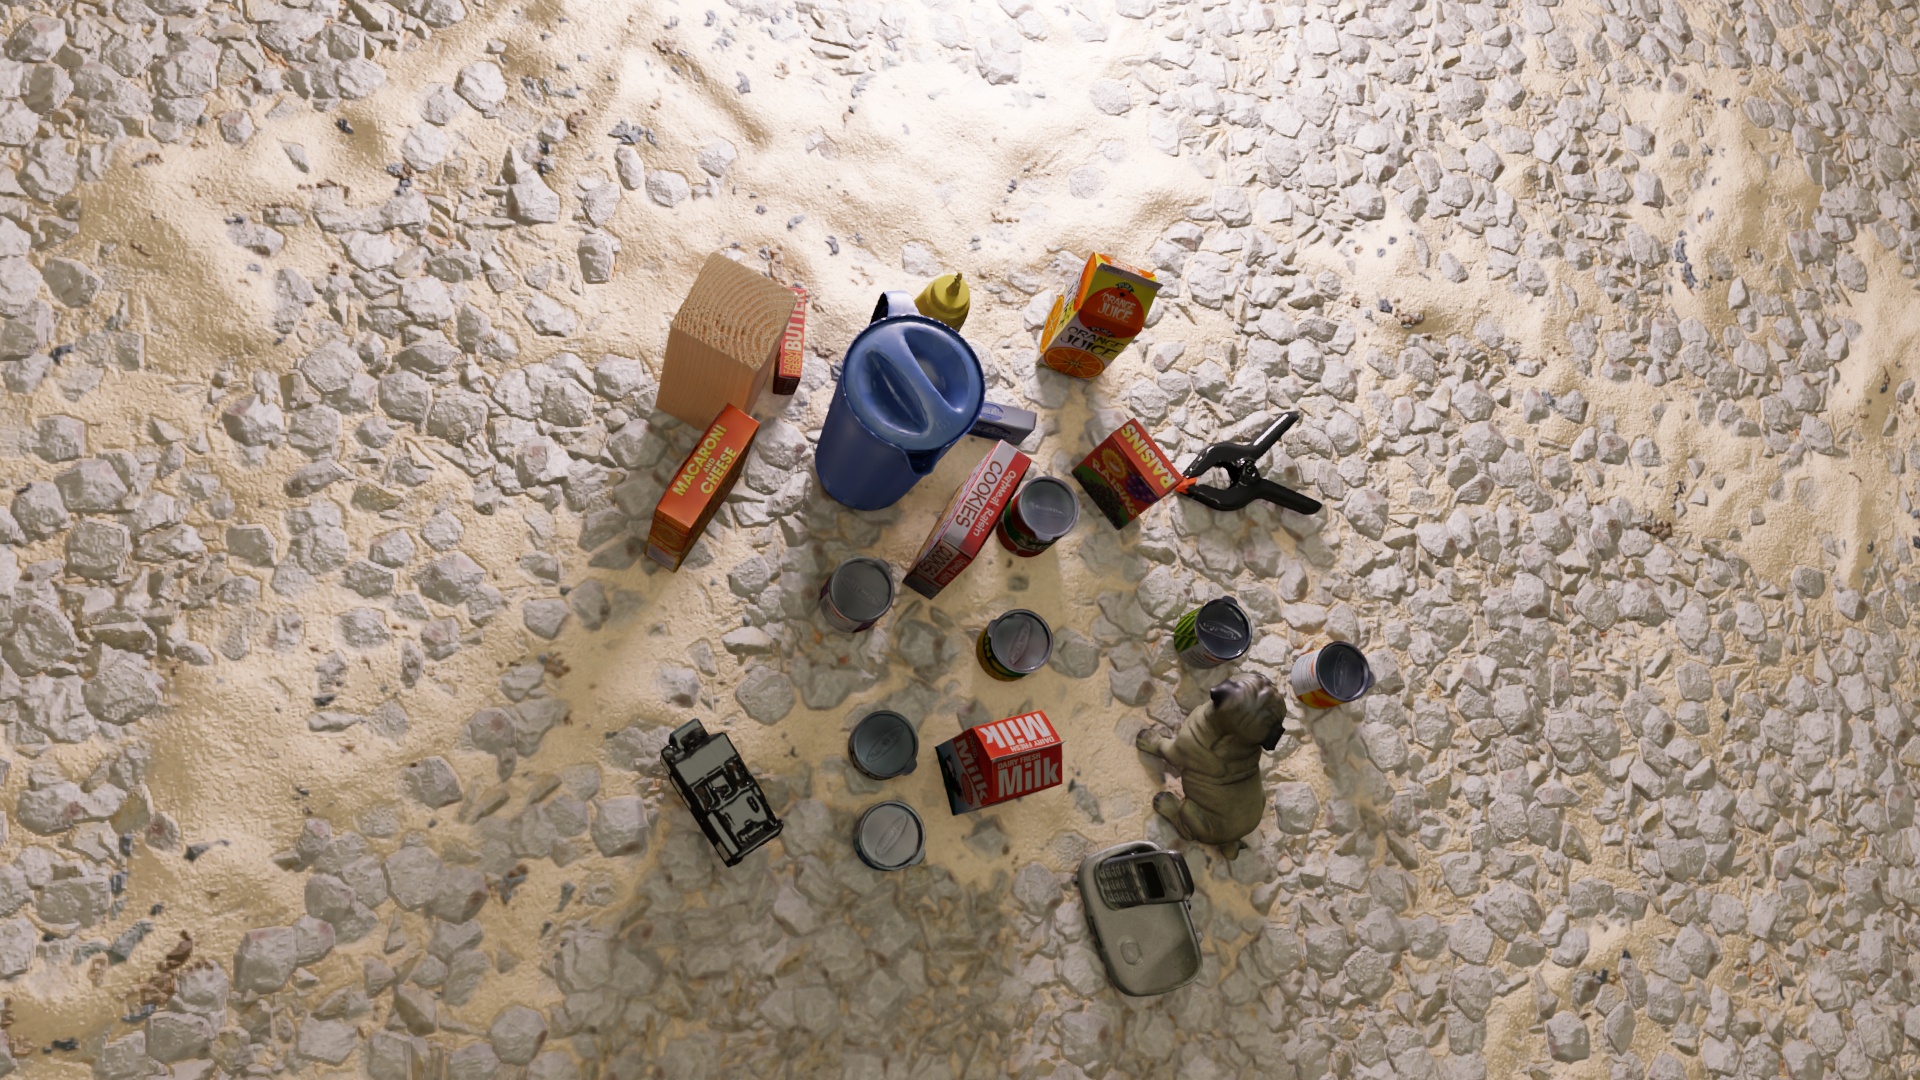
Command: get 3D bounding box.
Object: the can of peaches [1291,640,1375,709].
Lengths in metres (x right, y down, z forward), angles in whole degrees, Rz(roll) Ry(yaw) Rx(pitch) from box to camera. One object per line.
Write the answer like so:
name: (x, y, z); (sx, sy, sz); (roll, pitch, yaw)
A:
can of peaches: (0.404, 0.148, 1.510); (0.071, 0.058, 0.071); (4, 73, -15)

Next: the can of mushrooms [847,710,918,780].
can of mushrooms: (-0.075, 0.204, 1.368); (0.071, 0.033, 0.071); (4, 73, -15)

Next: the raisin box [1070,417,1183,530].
raisin box: (0.175, -0.069, 1.473); (0.040, 0.123, 0.086); (-36, 87, -22)

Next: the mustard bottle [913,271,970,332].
mustard bottle: (-0.023, -0.238, 1.447); (0.065, 0.159, 0.049); (-28, 84, -21)

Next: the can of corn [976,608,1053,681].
can of corn: (0.052, 0.107, 1.421); (0.071, 0.058, 0.071); (4, 73, -15)

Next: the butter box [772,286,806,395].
butter box: (-0.179, -0.208, 1.451); (0.024, 0.053, 0.104); (6, 73, -14)

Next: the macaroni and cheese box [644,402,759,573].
macaroni and cheese box: (-0.249, -0.047, 1.322); (0.040, 0.166, 0.124); (32, 68, -5)

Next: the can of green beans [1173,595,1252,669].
can of green beans: (0.269, 0.101, 1.485); (0.071, 0.057, 0.071); (4, 73, -15)

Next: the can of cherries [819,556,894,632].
can of cherries: (-0.102, 0.054, 1.392); (0.071, 0.058, 0.071); (4, 73, -15)

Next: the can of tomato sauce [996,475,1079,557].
can of tomato sauce: (0.080, -0.022, 1.454); (0.071, 0.083, 0.071); (4, 73, -15)

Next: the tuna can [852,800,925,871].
tuna can: (-0.067, 0.288, 1.346); (0.071, 0.032, 0.071); (4, 73, -15)

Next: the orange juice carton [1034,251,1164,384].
orange juice carton: (0.148, -0.243, 1.480); (0.072, 0.192, 0.073); (18, 70, -10)

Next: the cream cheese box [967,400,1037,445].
cream cheese box: (0.024, -0.130, 1.486); (0.104, 0.053, 0.024); (13, 71, -12)

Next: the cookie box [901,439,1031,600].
cookie box: (0.005, -0.017, 1.385); (0.040, 0.167, 0.123); (32, 68, -5)

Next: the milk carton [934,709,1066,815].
milk carton: (0.039, 0.210, 1.315); (0.072, 0.190, 0.073); (-12, 78, -19)
